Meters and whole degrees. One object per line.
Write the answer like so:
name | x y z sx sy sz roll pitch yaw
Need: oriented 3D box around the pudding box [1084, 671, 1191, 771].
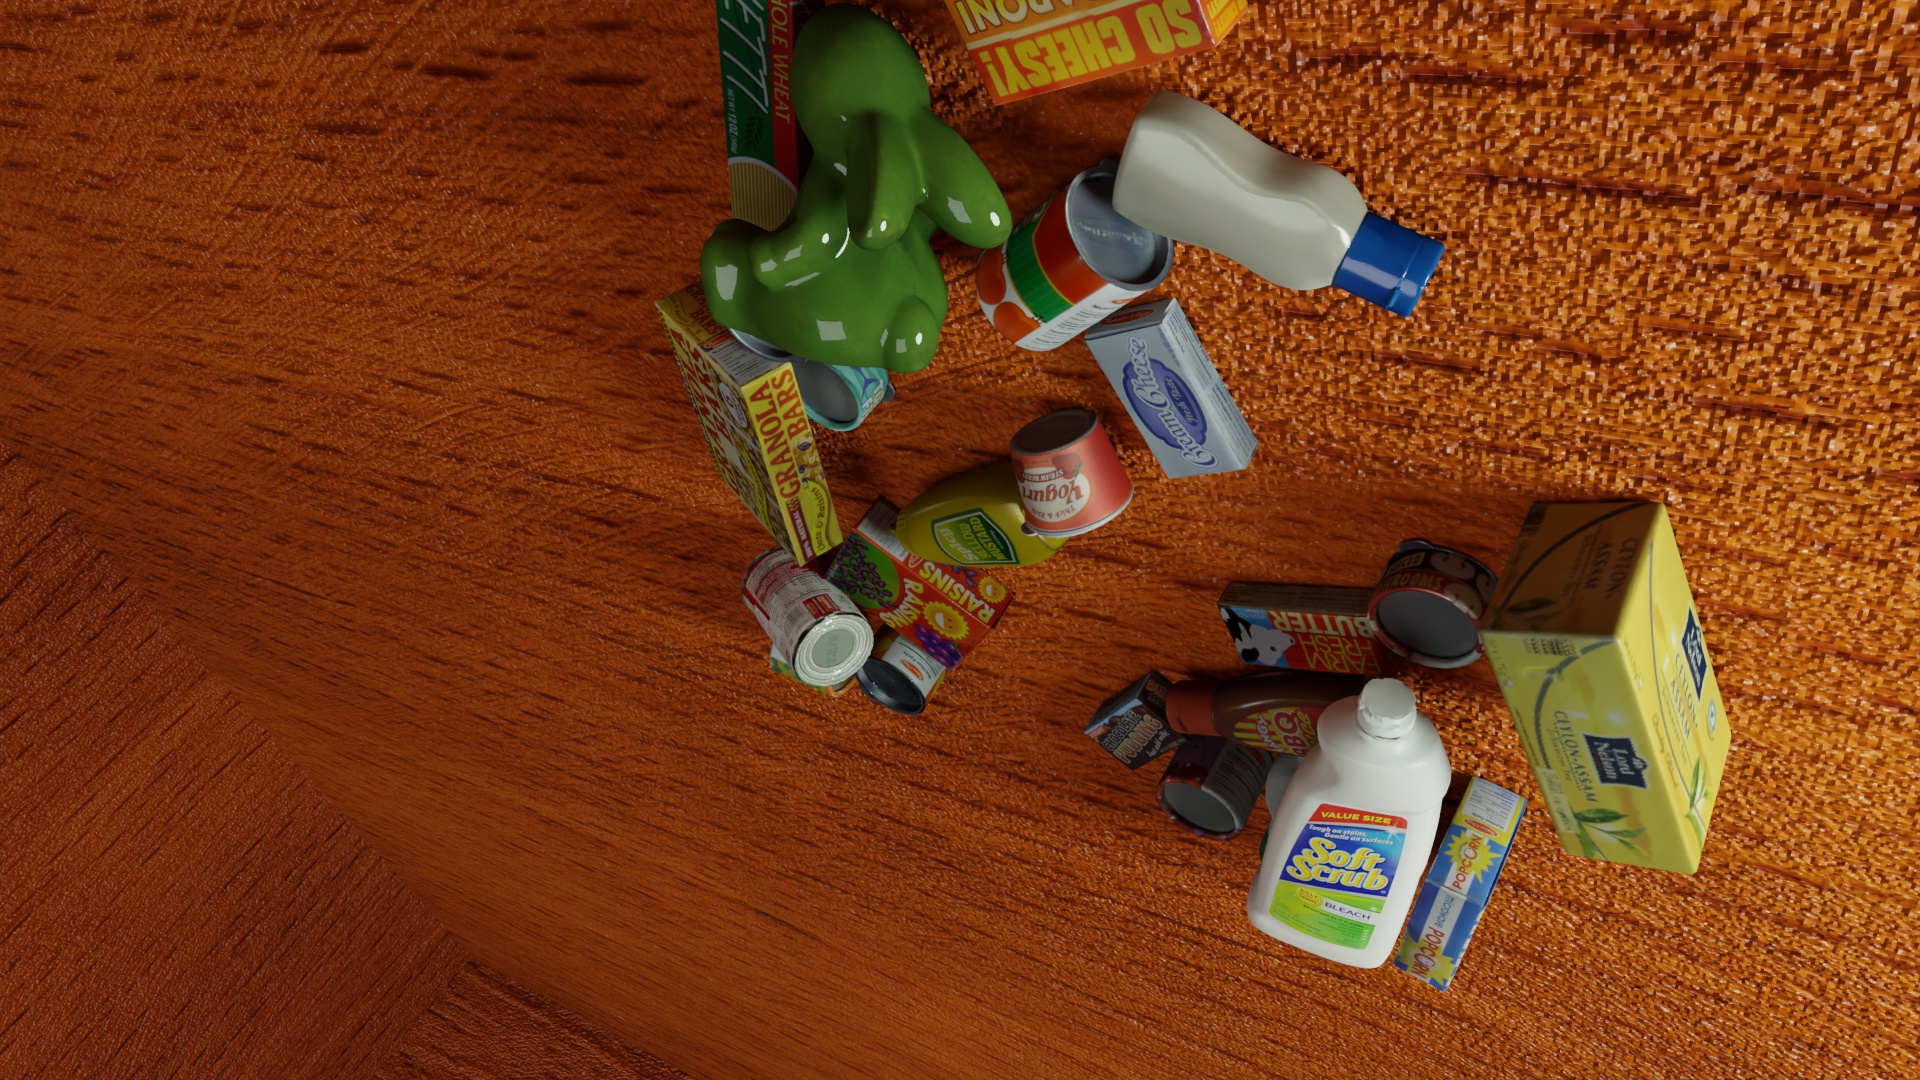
pudding box | 0.131 0.131 1.001 0.049 0.030 0.083 39 147 -3

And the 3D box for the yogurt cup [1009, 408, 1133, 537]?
yogurt cup | 0.063 -0.042 0.822 0.072 0.073 0.053 3 126 40

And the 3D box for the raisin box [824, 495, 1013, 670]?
raisin box | -0.032 0.034 1.022 0.123 0.040 0.085 36 146 -1

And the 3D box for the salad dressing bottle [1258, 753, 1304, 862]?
salad dressing bottle | 0.238 0.188 0.964 0.064 0.044 0.146 24 146 15

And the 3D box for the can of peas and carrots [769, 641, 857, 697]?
can of peas and carrots | -0.113 0.089 1.142 0.059 0.071 0.070 21 144 21

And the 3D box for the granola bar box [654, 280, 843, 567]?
granola bar box | -0.141 -0.079 0.943 0.124 0.039 0.164 43 156 38

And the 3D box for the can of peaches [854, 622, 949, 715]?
can of peaches | -0.043 0.094 1.089 0.071 0.058 0.071 24 145 18

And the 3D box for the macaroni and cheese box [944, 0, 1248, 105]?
macaroni and cheese box | 0.034 -0.277 0.579 0.123 0.040 0.166 0 132 42

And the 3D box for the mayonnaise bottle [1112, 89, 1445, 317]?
mayonnaise bottle | 0.145 -0.149 0.636 0.148 0.041 0.064 28 147 11

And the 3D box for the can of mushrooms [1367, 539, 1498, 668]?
can of mushrooms | 0.260 0.036 0.764 0.071 0.033 0.070 24 146 18

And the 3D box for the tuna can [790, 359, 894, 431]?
tuna can | -0.080 -0.104 0.902 0.071 0.033 0.070 24 145 19

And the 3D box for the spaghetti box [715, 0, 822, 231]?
spaghetti box | -0.100 -0.262 0.730 0.050 0.029 0.248 26 146 14

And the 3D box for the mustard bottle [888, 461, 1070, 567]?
mustard bottle | 0.003 -0.012 0.925 0.160 0.049 0.065 -9 124 47

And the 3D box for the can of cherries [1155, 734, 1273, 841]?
can of cherries | 0.177 0.170 0.981 0.071 0.059 0.071 23 144 18

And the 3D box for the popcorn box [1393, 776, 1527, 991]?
popcorn box | 0.319 0.221 0.890 0.038 0.085 0.126 22 145 22

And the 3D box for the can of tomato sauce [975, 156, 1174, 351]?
can of tomato sauce | 0.055 -0.142 0.702 0.071 0.071 0.083 45 146 -13

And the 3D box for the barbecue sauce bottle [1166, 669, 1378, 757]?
barbecue sauce bottle | 0.204 0.111 0.899 0.148 0.044 0.064 -2 132 44

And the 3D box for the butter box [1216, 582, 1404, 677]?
butter box | 0.211 0.053 0.838 0.103 0.024 0.053 2 133 41

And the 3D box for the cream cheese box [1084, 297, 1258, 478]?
cream cheese box | 0.116 -0.081 0.759 0.053 0.024 0.103 -6 128 46

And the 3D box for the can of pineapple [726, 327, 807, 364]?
can of pineapple | -0.106 -0.150 0.846 0.071 0.058 0.070 24 145 18
